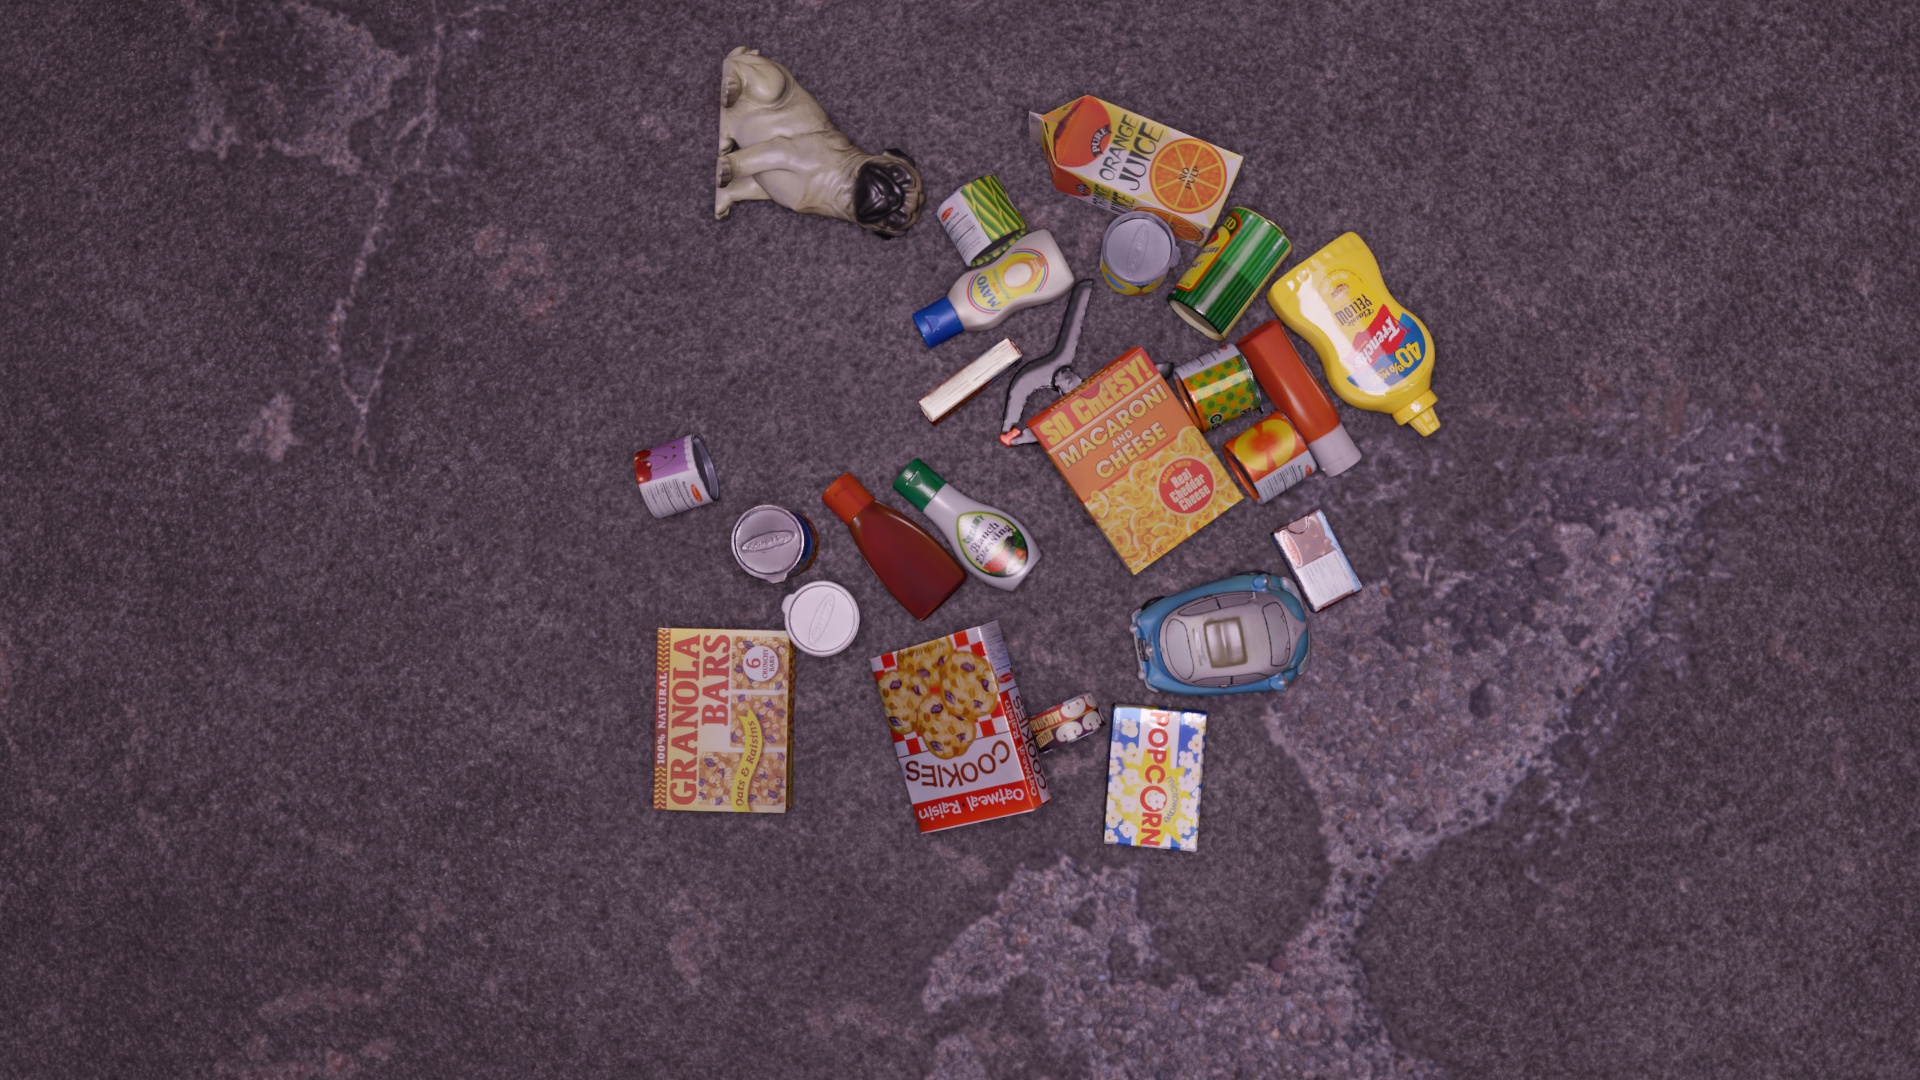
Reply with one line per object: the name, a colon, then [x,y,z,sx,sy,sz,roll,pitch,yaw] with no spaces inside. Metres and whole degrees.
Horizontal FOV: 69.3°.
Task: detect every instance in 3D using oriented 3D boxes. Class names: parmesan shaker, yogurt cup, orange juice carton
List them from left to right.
yogurt cup: [-0.123,0.071,1.272,0.072,0.054,0.072,0,88,3]
orange juice carton: [0.151,-0.342,1.266,0.193,0.072,0.073,23,89,4]
parmesan shaker: [0.243,-0.241,1.256,0.071,0.071,0.103,37,90,4]

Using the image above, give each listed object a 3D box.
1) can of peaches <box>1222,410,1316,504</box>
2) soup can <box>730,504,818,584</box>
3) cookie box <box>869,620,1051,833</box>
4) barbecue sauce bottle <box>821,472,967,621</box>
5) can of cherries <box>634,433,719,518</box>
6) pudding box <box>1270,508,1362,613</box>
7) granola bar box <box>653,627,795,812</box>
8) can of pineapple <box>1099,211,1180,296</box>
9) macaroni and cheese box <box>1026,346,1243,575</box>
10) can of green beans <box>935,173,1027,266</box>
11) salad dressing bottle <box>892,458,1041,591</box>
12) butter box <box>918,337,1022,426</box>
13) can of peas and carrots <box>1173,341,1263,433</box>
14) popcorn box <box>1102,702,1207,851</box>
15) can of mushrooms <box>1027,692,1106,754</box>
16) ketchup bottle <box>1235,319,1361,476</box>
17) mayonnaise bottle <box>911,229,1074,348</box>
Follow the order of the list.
can of peaches: [0.276,-0.076,1.250,0.058,0.071,0.071,-33,86,2]
soup can: [-0.167,0.005,1.262,0.071,0.084,0.071,0,88,4]
cookie box: [0.000,0.168,1.243,0.122,0.040,0.167,-19,86,30]
barbecue sauce bottle: [-0.065,0.002,1.277,0.065,0.043,0.148,-44,85,0]
can of cherries: [-0.262,-0.061,1.282,0.058,0.071,0.071,-18,87,4]
pudding box: [0.323,0.018,1.260,0.049,0.030,0.083,-27,86,3]
granola bar box: [-0.217,0.164,1.280,0.124,0.039,0.165,1,88,3]
can of pineapple: [0.162,-0.260,1.268,0.071,0.058,0.071,0,88,4]
macaroni and cheese box: [0.157,-0.072,1.251,0.124,0.040,0.166,-36,99,1]
can of green beans: [0.020,-0.293,1.274,0.071,0.071,0.058,-31,87,2]
salad dressing bottle: [0.005,-0.016,1.273,0.148,0.044,0.064,39,88,4]
butter box: [0.009,-0.145,1.275,0.103,0.053,0.024,-36,89,2]
can of peas and carrots: [0.232,-0.135,1.255,0.059,0.071,0.071,-24,86,3]
popcorn box: [0.175,0.213,1.255,0.085,0.038,0.126,5,88,3]
can of mushrooms: [0.093,0.164,1.247,0.071,0.071,0.033,-24,86,2]
ketchup bottle: [0.306,-0.127,1.254,0.043,0.065,0.148,-34,95,3]
mayonnaise bottle: [0.028,-0.227,1.283,0.148,0.041,0.065,-28,88,1]
